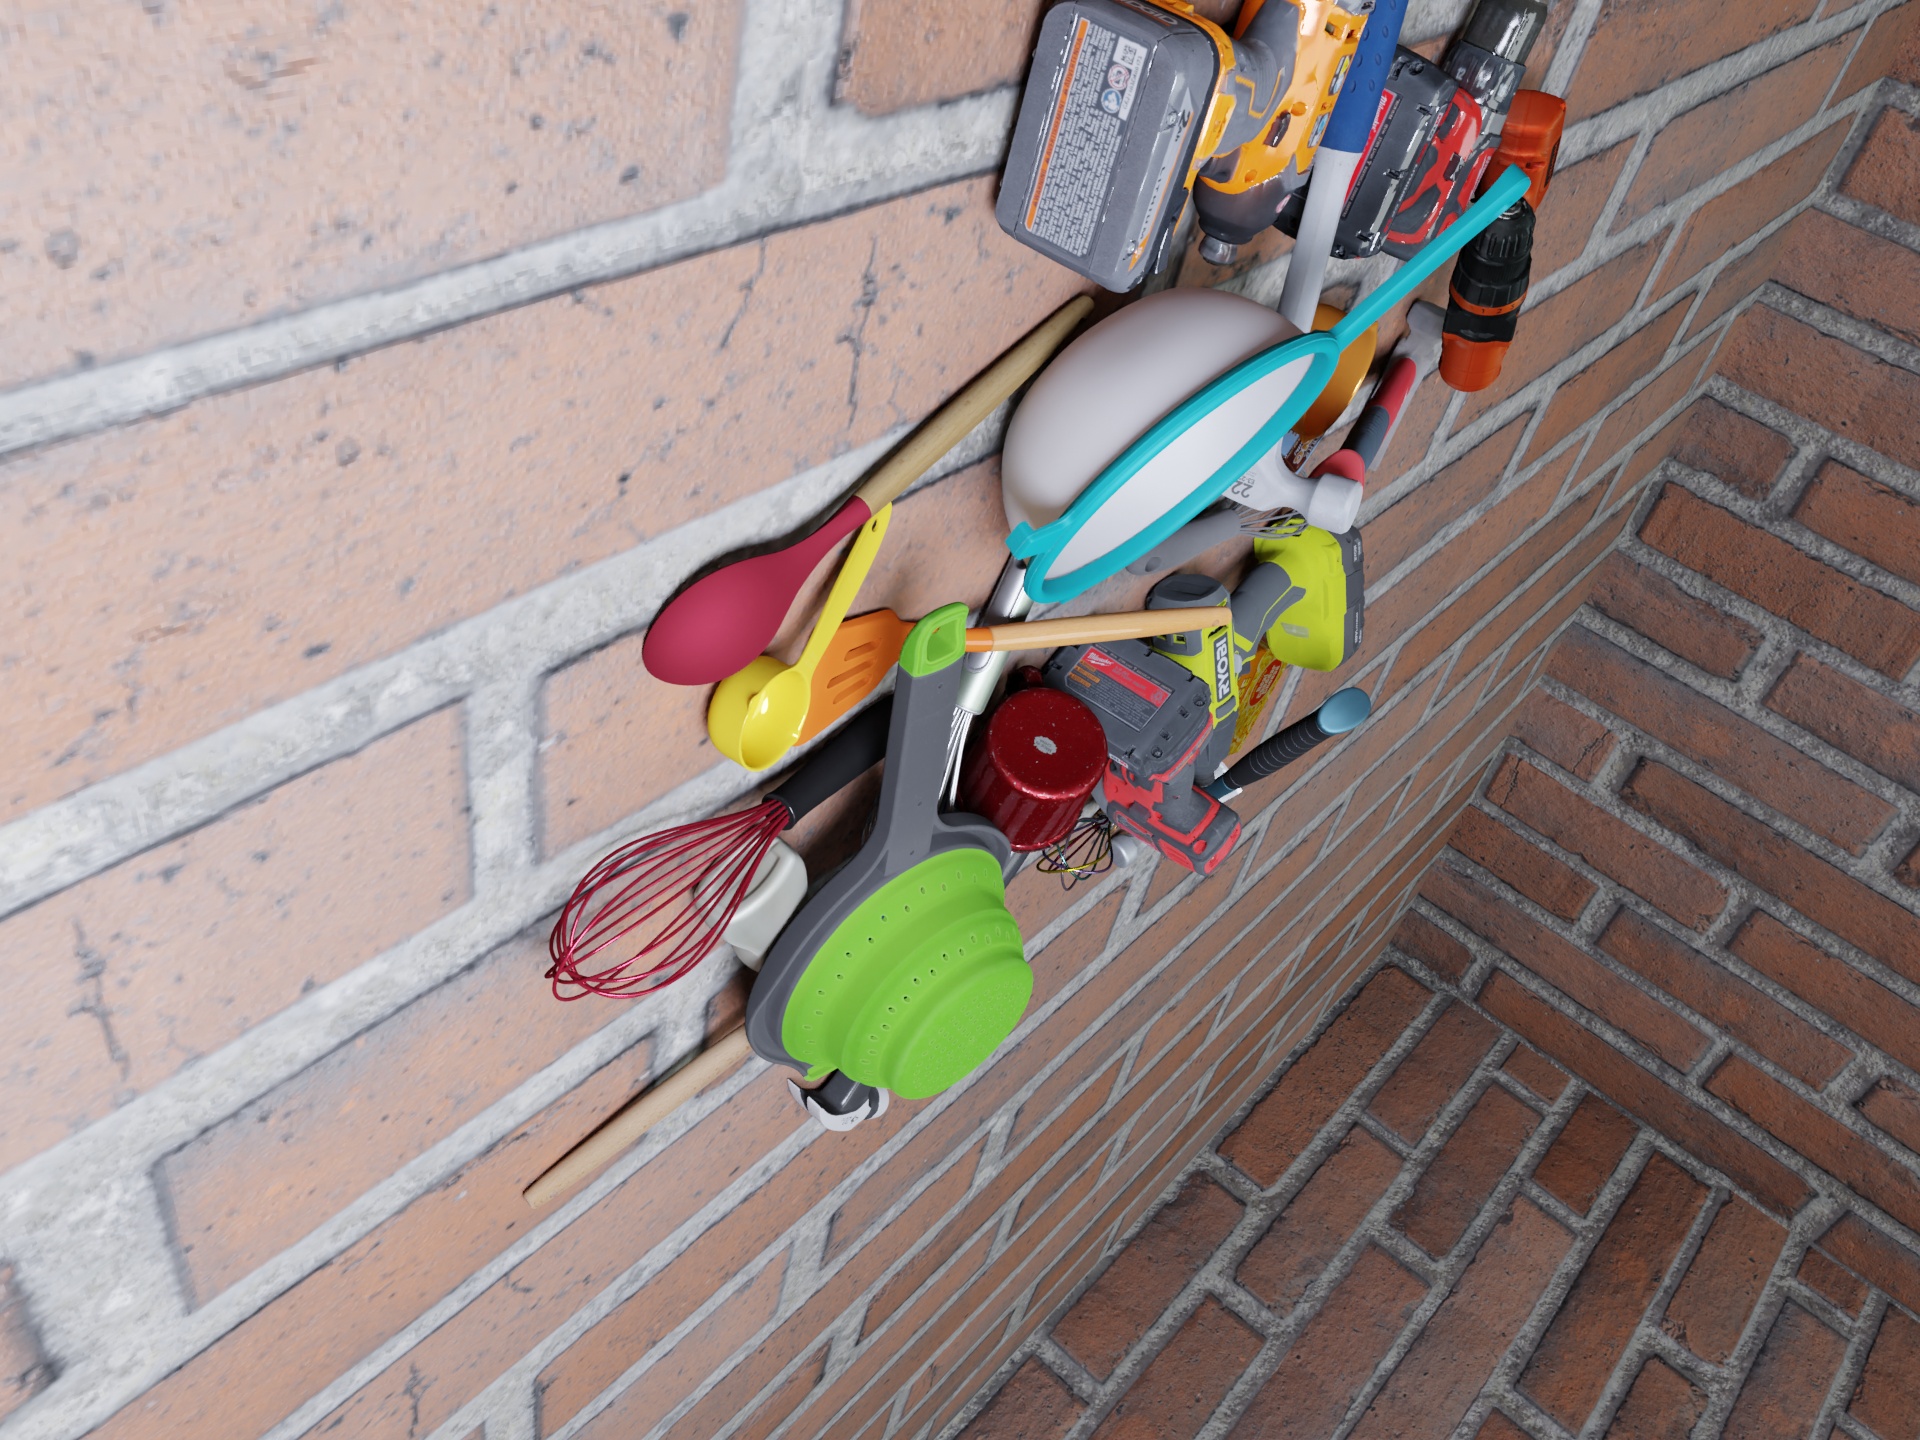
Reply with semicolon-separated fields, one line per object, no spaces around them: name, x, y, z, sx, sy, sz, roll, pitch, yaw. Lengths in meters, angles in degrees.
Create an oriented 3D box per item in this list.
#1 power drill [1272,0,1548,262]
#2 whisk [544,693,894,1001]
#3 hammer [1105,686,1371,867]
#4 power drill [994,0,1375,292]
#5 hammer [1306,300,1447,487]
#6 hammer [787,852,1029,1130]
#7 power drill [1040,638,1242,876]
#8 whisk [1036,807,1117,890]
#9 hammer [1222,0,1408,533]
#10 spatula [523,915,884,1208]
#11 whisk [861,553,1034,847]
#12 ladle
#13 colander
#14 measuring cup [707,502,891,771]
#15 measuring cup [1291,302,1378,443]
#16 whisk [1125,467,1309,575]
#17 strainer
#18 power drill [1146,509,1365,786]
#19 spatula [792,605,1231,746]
power drill;0.287;-0.376;0.987;0.226;0.080;0.187;-26;145;-53
whisk;-0.110;0.059;0.856;0.296;0.073;0.073;-40;154;-44
hammer;0.241;0.045;1.355;0.128;0.033;0.331;-31;174;-28
power drill;0.114;-0.283;0.778;0.226;0.084;0.164;-36;152;-45
hammer;0.294;-0.202;1.162;0.386;0.038;0.143;-48;163;-57
hammer;-0.014;0.174;1.222;0.335;0.035;0.146;-56;158;4
power drill;0.129;0.025;1.171;0.078;0.143;0.219;-49;150;-13
whisk;0.108;0.087;1.287;0.047;0.051;0.245;-39;177;20
hammer;0.203;-0.311;0.891;0.035;0.144;0.405;-42;147;-54
spatula;-0.148;0.200;1.020;0.317;0.044;0.082;-35;151;-28
whisk;-0.002;-0.003;0.989;0.059;0.058;0.246;5;114;-54
ladle;-0.033;-0.121;0.790;0.315;0.031;0.069;-45;156;-24
colander;-0.013;0.105;0.919;0.204;0.095;0.396;-27;145;-32
measuring cup;-0.081;-0.048;0.810;0.156;0.029;0.062;-63;157;-10
measuring cup;0.225;-0.248;1.073;0.095;0.052;0.173;-60;155;13
whisk;0.195;-0.143;1.175;0.239;0.055;0.055;-24;143;-42
strainer;0.143;-0.205;0.858;0.340;0.095;0.211;-40;170;6
power drill;0.232;-0.062;1.267;0.223;0.080;0.171;-34;128;-38
spatula;0.040;-0.044;0.944;0.322;0.041;0.081;-8;133;-31
